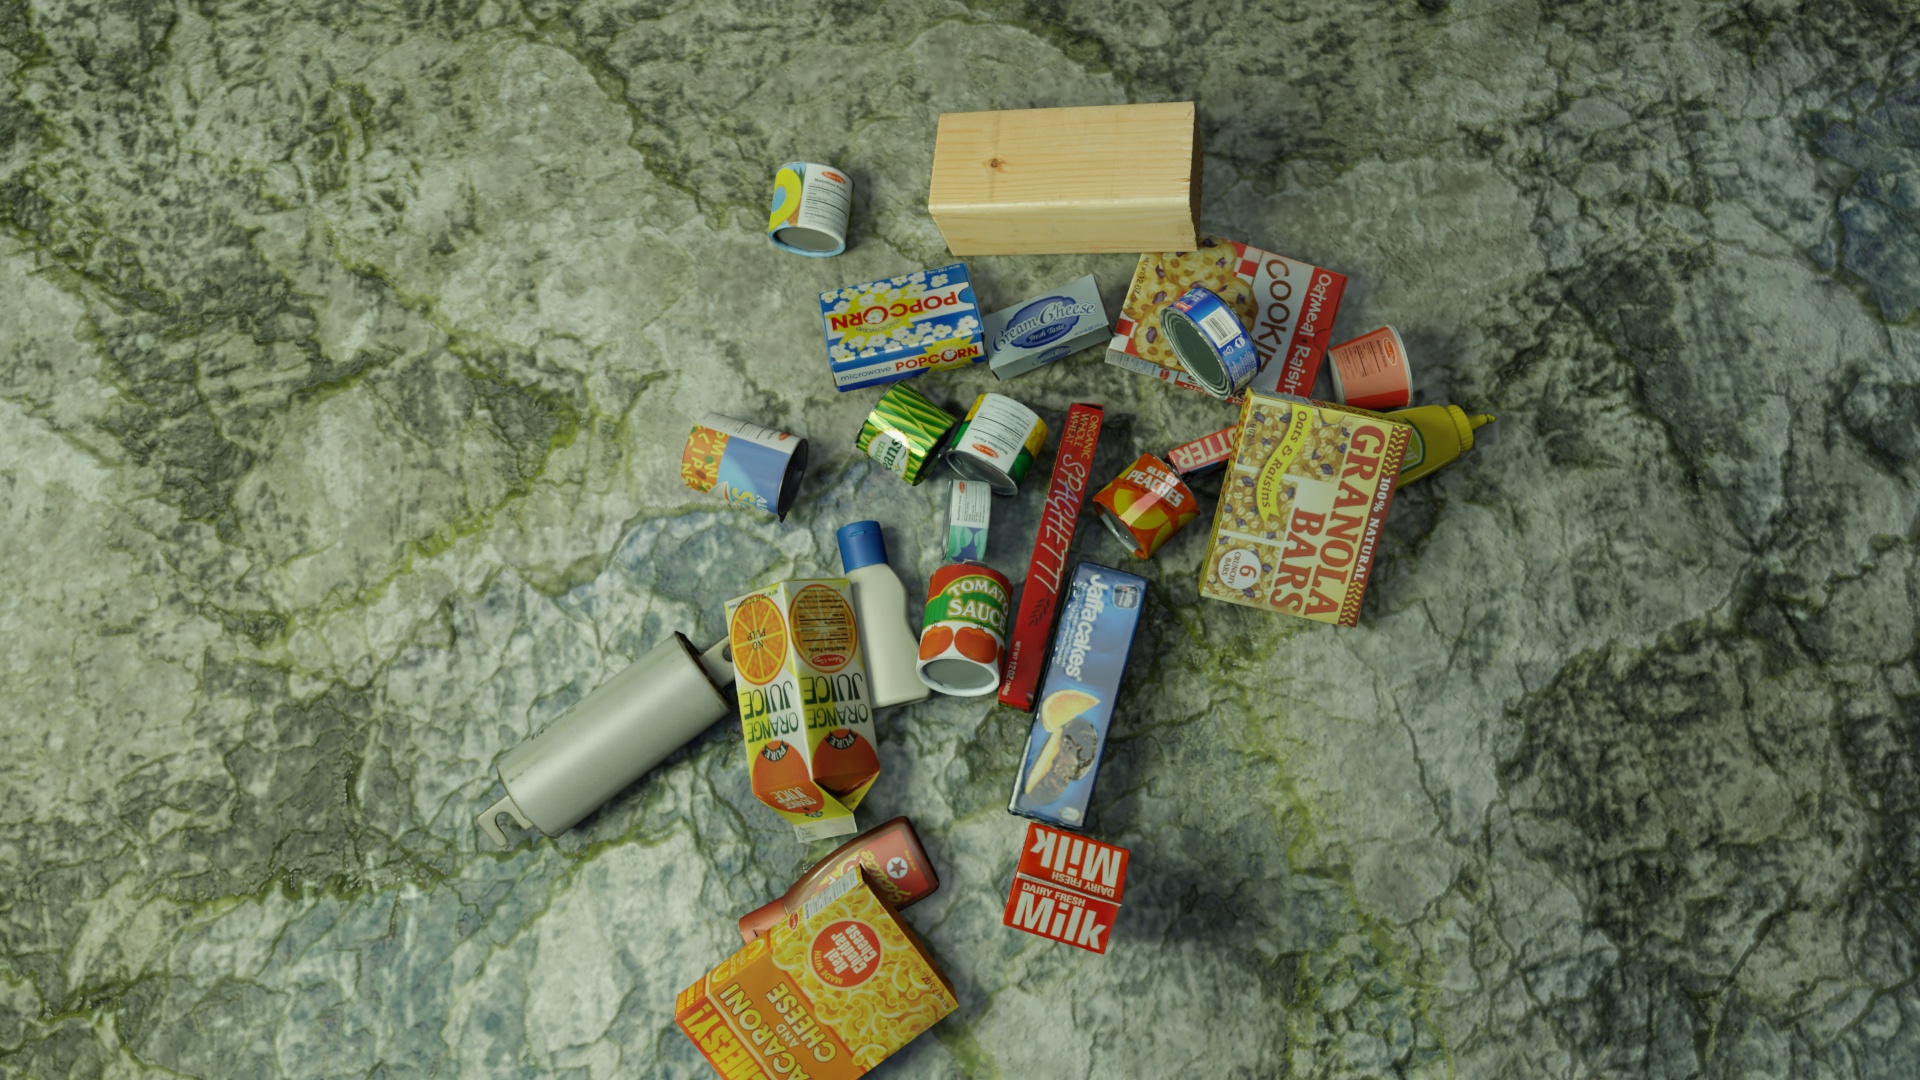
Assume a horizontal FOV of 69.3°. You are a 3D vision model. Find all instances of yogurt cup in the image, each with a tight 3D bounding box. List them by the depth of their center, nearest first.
[{"bbox_3d":[0.329,-0.135,1.122,0.054,0.072,0.072,-14,78,7],"label":"yogurt cup"}]

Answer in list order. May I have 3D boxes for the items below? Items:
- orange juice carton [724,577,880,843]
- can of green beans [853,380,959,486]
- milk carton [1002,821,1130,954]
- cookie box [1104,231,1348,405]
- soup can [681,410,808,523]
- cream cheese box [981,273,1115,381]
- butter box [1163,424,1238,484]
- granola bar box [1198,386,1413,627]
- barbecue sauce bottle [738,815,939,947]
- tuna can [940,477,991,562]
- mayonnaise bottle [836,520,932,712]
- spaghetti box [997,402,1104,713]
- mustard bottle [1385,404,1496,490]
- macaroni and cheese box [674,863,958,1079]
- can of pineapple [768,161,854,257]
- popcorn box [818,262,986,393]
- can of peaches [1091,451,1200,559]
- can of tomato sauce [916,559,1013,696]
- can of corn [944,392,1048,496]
[{"bbox_3d":[-0.117,0.130,1.054,0.071,0.073,0.193,-19,76,41],"label":"orange juice carton"},{"bbox_3d":[-0.042,-0.086,1.118,0.058,0.071,0.071,35,81,8],"label":"can of green beans"},{"bbox_3d":[0.073,0.243,0.980,0.072,0.190,0.073,15,79,5],"label":"milk carton"},{"bbox_3d":[0.219,-0.182,1.145,0.167,0.040,0.123,19,79,5],"label":"cookie box"},{"bbox_3d":[-0.174,-0.059,1.117,0.084,0.071,0.071,17,79,6],"label":"soup can"},{"bbox_3d":[0.070,-0.174,1.137,0.103,0.024,0.053,-20,64,14],"label":"cream cheese box"},{"bbox_3d":[0.214,-0.073,1.116,0.103,0.053,0.024,-20,80,-3],"label":"butter box"},{"bbox_3d":[0.264,-0.025,1.073,0.124,0.039,0.165,12,106,1],"label":"granola bar box"},{"bbox_3d":[-0.094,0.269,1.053,0.149,0.043,0.065,-27,88,-4],"label":"barbecue sauce bottle"},{"bbox_3d":[0.004,-0.014,1.103,0.033,0.071,0.071,6,78,-4],"label":"tuna can"},{"bbox_3d":[-0.066,0.059,1.101,0.065,0.041,0.148,-13,77,-2],"label":"mayonnaise bottle"},{"bbox_3d":[0.072,0.012,1.102,0.029,0.050,0.250,14,78,3],"label":"spaghetti box"},{"bbox_3d":[0.356,-0.076,1.114,0.160,0.049,0.065,-20,84,-3],"label":"mustard bottle"},{"bbox_3d":[-0.105,0.337,1.018,0.166,0.040,0.123,-35,101,-2],"label":"macaroni and cheese box"},{"bbox_3d":[-0.126,-0.276,1.163,0.071,0.071,0.058,6,78,3],"label":"can of pineapple"},{"bbox_3d":[-0.048,-0.175,1.136,0.127,0.038,0.085,-12,52,-1],"label":"popcorn box"},{"bbox_3d":[0.146,-0.028,1.098,0.058,0.071,0.071,-40,80,-5],"label":"can of peaches"},{"bbox_3d":[0.004,0.068,1.069,0.071,0.070,0.083,7,57,3],"label":"can of tomato sauce"},{"bbox_3d":[0.029,-0.076,1.115,0.071,0.071,0.058,27,74,7],"label":"can of corn"}]
